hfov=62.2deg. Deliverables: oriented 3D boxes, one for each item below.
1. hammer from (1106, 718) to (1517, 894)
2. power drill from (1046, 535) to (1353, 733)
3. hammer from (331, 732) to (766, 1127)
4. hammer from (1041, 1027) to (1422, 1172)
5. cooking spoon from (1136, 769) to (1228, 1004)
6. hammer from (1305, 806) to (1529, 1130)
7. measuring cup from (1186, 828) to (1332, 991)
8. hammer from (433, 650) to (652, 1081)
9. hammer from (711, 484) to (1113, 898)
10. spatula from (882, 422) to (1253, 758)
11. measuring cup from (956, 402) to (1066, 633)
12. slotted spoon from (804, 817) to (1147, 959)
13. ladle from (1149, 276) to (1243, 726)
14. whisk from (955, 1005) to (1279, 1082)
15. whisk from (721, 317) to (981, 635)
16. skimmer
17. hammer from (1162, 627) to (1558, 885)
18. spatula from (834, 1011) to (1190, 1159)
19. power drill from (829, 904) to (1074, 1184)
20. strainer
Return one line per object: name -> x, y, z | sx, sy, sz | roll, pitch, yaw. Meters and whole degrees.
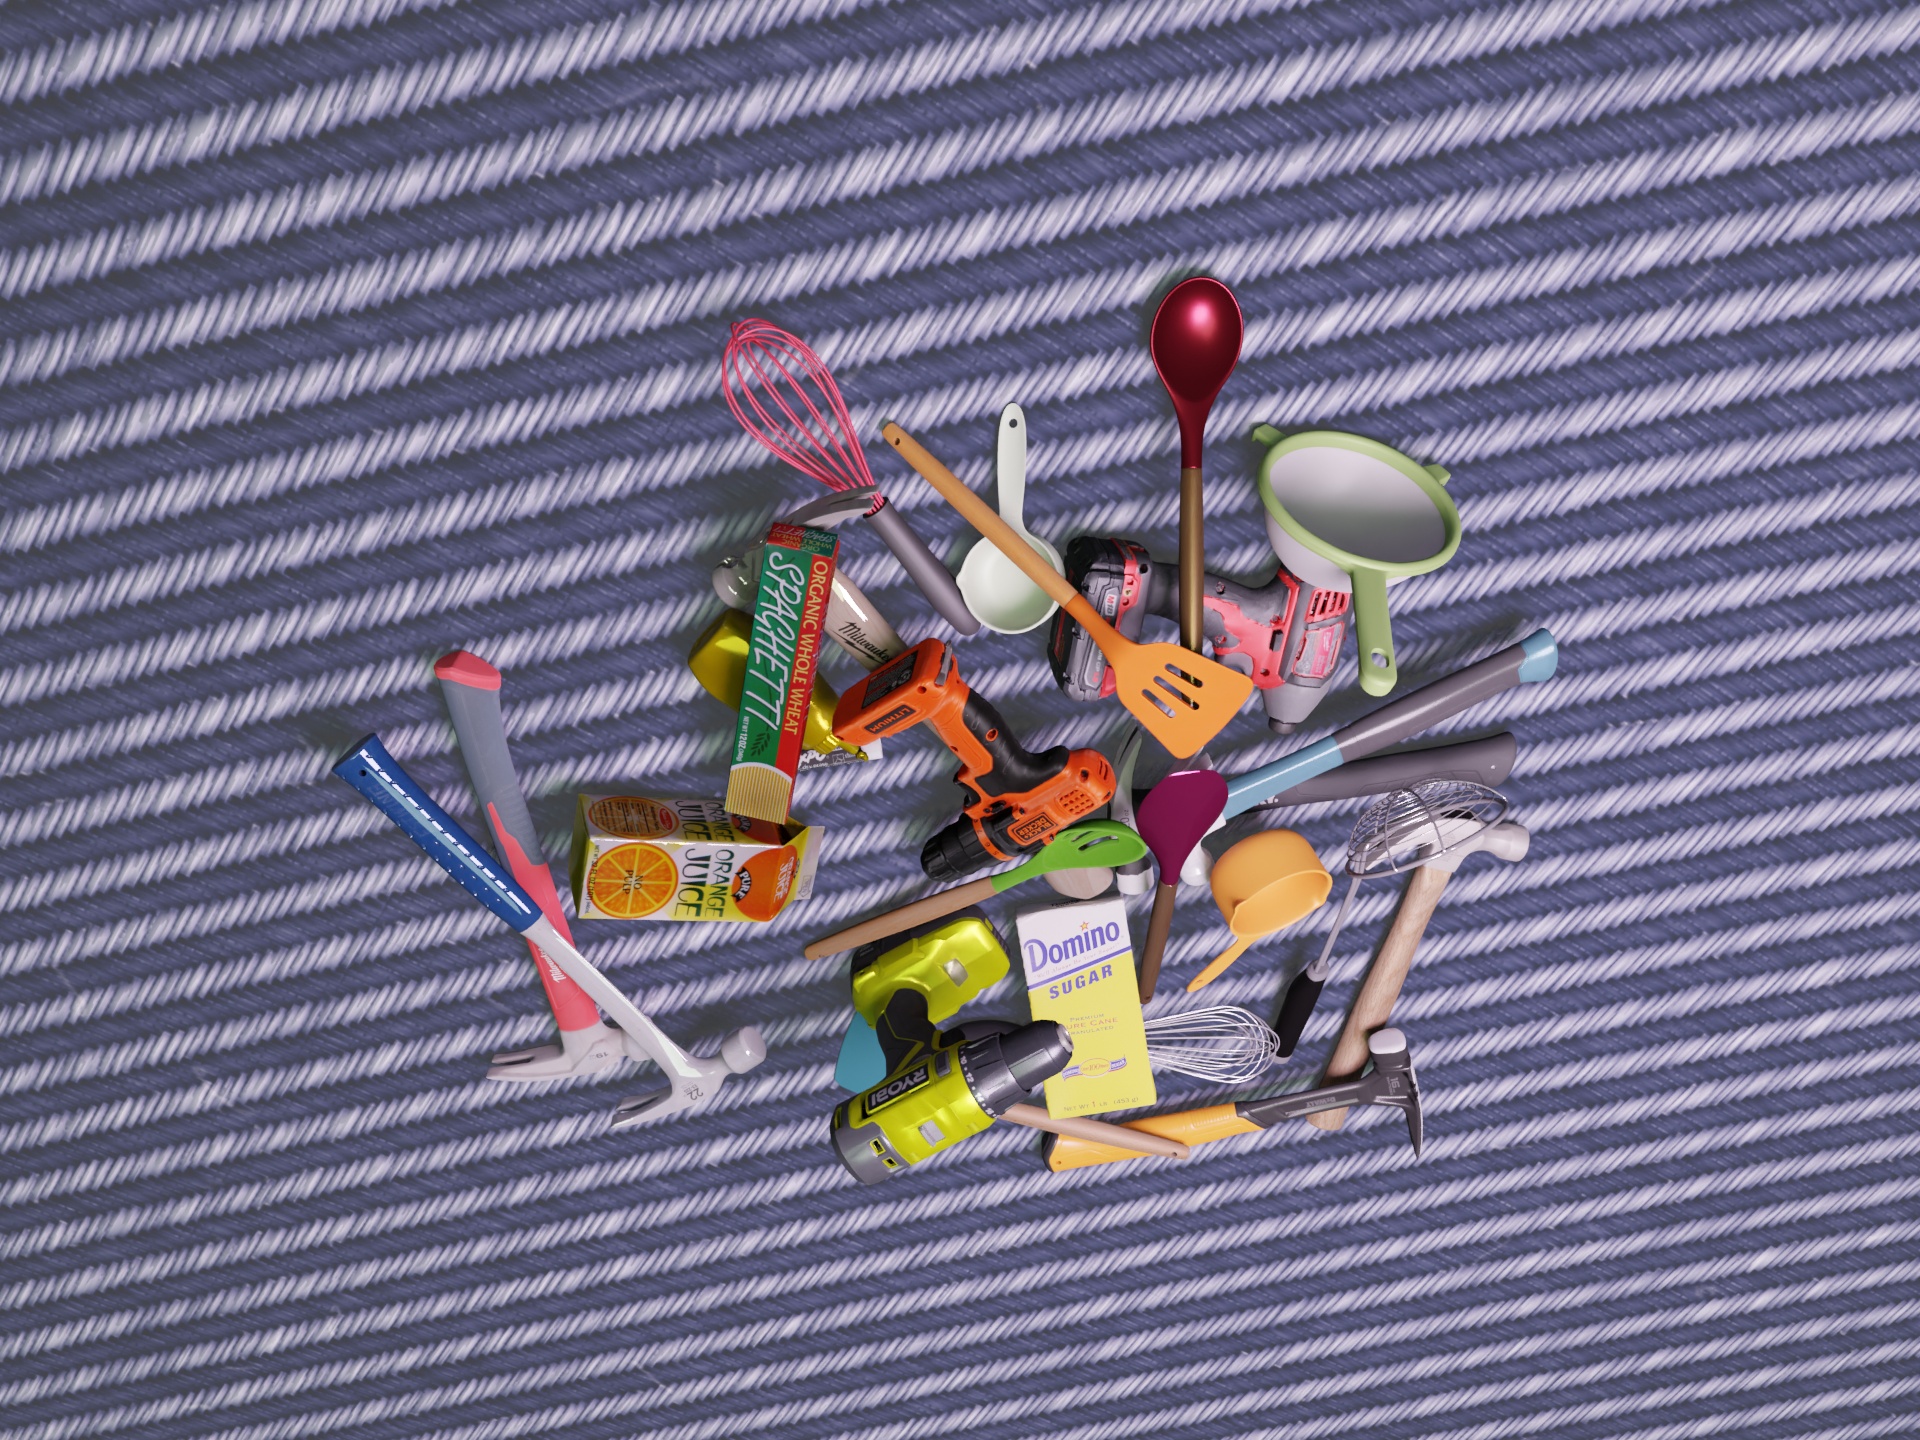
hammer -> 0.283, 0.049, 1.288 | 0.335, 0.035, 0.146 | -9, 117, 0
power drill -> 0.184, -0.063, 1.207 | 0.219, 0.079, 0.143 | 5, 115, -10
hammer -> -0.337, 0.171, 1.258 | 0.144, 0.035, 0.405 | -34, 112, 14
hammer -> 0.238, 0.361, 1.414 | 0.337, 0.034, 0.127 | -14, 116, 10
cooking spoon -> 0.163, 0.140, 1.264 | 0.068, 0.017, 0.318 | -7, 141, -7
hammer -> 0.368, 0.220, 1.379 | 0.130, 0.031, 0.331 | 12, 114, -10
measuring cup -> 0.220, 0.151, 1.267 | 0.095, 0.052, 0.173 | 2, 139, -34
hammer -> -0.363, 0.127, 1.277 | 0.143, 0.038, 0.386 | -10, 116, 2
hammer -> -0.002, -0.004, 1.216 | 0.146, 0.038, 0.410 | -26, 121, 29
spatula -> 0.064, -0.103, 1.133 | 0.323, 0.041, 0.081 | 44, 116, 9
measuring cup -> 0.042, -0.149, 1.178 | 0.083, 0.038, 0.167 | 3, 98, 18
slotted spoon -> 0.005, 0.139, 1.284 | 0.314, 0.031, 0.070 | -23, 141, 21
ladle -> 0.166, -0.153, 1.132 | 0.069, 0.031, 0.315 | -1, 93, -10
whisk -> 0.134, 0.279, 1.379 | 0.284, 0.070, 0.070 | 1, 116, 1
whisk -> -0.073, -0.167, 1.147 | 0.073, 0.073, 0.295 | -34, 119, 12
skimmer -> 0.328, 0.181, 1.281 | 0.127, 0.090, 0.363 | -29, 145, -36
hammer -> 0.304, 0.017, 1.228 | 0.331, 0.033, 0.128 | -26, 132, 5
spatula -> 0.049, 0.334, 1.388 | 0.317, 0.044, 0.082 | 16, 113, -6
power drill -> -0.009, 0.242, 1.251 | 0.190, 0.229, 0.080 | -30, 114, 10
strainer -> 0.273, -0.099, 1.115 | 0.151, 0.257, 0.069 | 12, 138, -5
